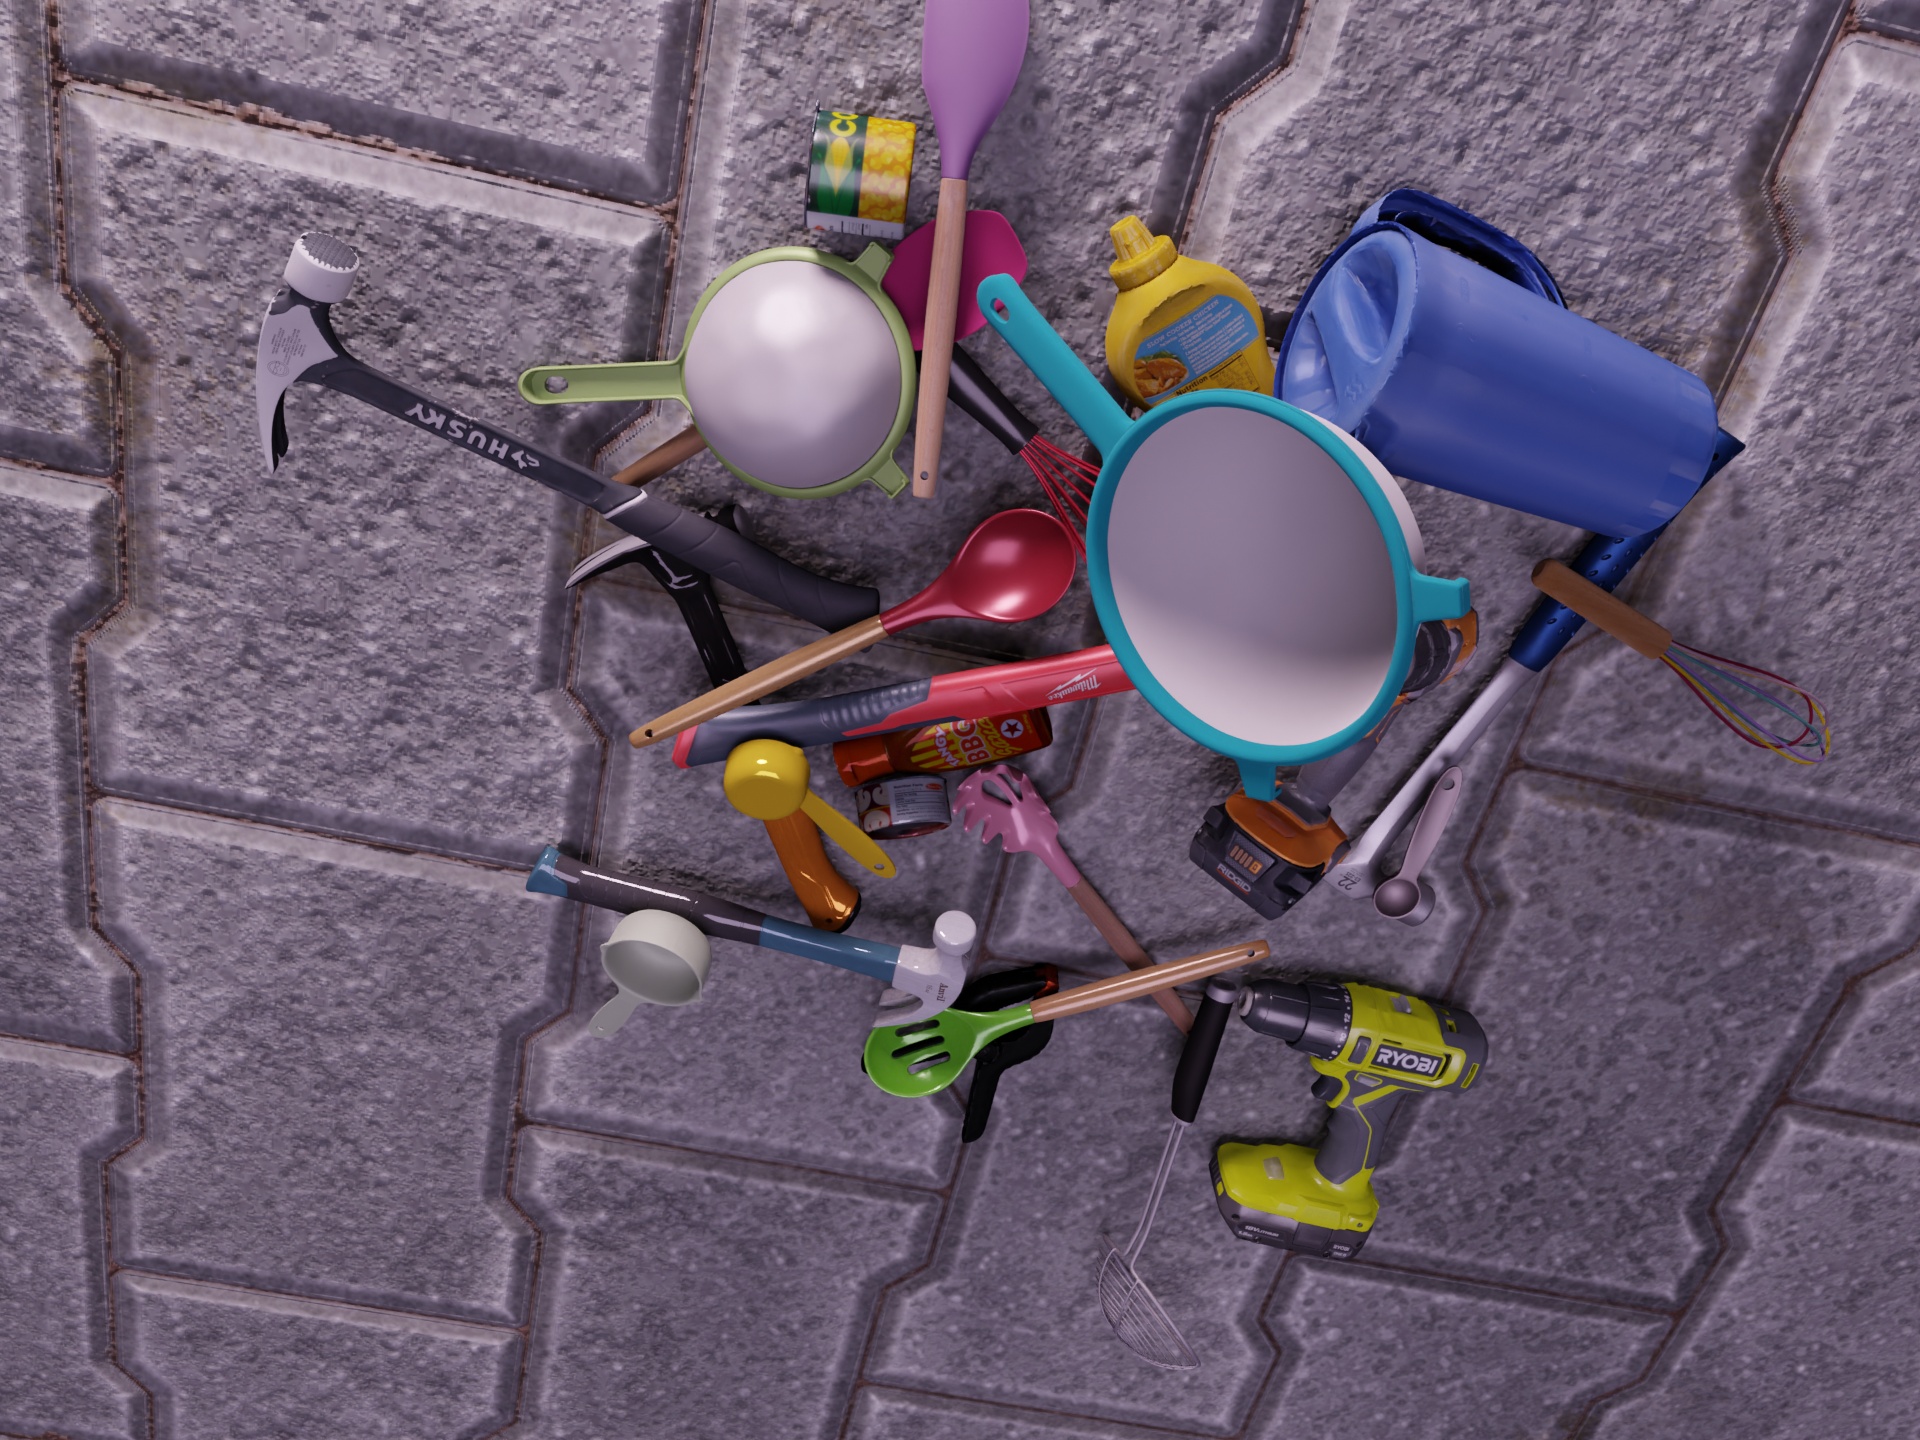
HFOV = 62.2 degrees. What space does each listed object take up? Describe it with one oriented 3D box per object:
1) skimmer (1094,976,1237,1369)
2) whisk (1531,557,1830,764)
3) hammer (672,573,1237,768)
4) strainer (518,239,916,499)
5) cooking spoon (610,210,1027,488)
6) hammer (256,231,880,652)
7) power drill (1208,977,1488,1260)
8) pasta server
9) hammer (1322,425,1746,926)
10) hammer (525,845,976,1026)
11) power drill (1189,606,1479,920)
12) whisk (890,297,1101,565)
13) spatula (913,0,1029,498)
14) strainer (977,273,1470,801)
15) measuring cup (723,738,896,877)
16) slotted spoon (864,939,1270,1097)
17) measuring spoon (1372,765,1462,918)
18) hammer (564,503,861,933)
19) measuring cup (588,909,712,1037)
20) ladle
[{"bbox_3d":[0.184,0.365,1.277,0.090,0.127,0.363,1,113,-30],"label":"skimmer"},{"bbox_3d":[0.476,-0.041,1.044,0.245,0.051,0.047,29,94,-11],"label":"whisk"},{"bbox_3d":[-0.002,-0.003,1.048,0.386,0.038,0.143,-10,130,12],"label":"hammer"},{"bbox_3d":[-0.157,-0.203,0.954,0.256,0.069,0.151,1,107,13],"label":"strainer"},{"bbox_3d":[-0.100,-0.215,0.984,0.319,0.017,0.068,-27,96,20],"label":"cooking spoon"},{"bbox_3d":[-0.228,-0.137,0.980,0.408,0.036,0.149,25,125,-20],"label":"hammer"},{"bbox_3d":[0.281,0.304,1.250,0.190,0.080,0.228,14,115,-9],"label":"power drill"},{"bbox_3d":[0.098,0.142,1.182,0.060,0.040,0.316,-28,117,21],"label":"pasta server"},{"bbox_3d":[0.373,-0.033,1.087,0.144,0.035,0.405,26,116,-14],"label":"hammer"},{"bbox_3d":[-0.157,0.148,1.161,0.331,0.033,0.128,14,136,3],"label":"hammer"},{"bbox_3d":[0.240,0.017,1.015,0.084,0.185,0.226,38,112,17],"label":"power drill"},{"bbox_3d":[0.056,-0.164,1.008,0.295,0.073,0.073,41,111,-13],"label":"whisk"},{"bbox_3d":[-0.004,-0.286,0.922,0.060,0.018,0.316,7,104,0],"label":"spatula"},{"bbox_3d":[0.140,-0.136,0.902,0.340,0.095,0.211,52,139,15],"label":"strainer"},{"bbox_3d":[-0.097,0.071,1.075,0.062,0.029,0.156,-29,124,28],"label":"measuring cup"},{"bbox_3d":[0.079,0.214,1.193,0.314,0.031,0.070,-17,89,5],"label":"slotted spoon"},{"bbox_3d":[0.325,0.084,1.126,0.034,0.018,0.124,15,111,-9],"label":"measuring spoon"},{"bbox_3d":[-0.152,0.016,1.118,0.127,0.034,0.336,-16,117,8],"label":"hammer"},{"bbox_3d":[-0.238,0.191,1.179,0.083,0.038,0.167,31,137,-13],"label":"measuring cup"},{"bbox_3d":[-0.072,-0.049,1.014,0.315,0.031,0.069,-24,86,9],"label":"ladle"}]
